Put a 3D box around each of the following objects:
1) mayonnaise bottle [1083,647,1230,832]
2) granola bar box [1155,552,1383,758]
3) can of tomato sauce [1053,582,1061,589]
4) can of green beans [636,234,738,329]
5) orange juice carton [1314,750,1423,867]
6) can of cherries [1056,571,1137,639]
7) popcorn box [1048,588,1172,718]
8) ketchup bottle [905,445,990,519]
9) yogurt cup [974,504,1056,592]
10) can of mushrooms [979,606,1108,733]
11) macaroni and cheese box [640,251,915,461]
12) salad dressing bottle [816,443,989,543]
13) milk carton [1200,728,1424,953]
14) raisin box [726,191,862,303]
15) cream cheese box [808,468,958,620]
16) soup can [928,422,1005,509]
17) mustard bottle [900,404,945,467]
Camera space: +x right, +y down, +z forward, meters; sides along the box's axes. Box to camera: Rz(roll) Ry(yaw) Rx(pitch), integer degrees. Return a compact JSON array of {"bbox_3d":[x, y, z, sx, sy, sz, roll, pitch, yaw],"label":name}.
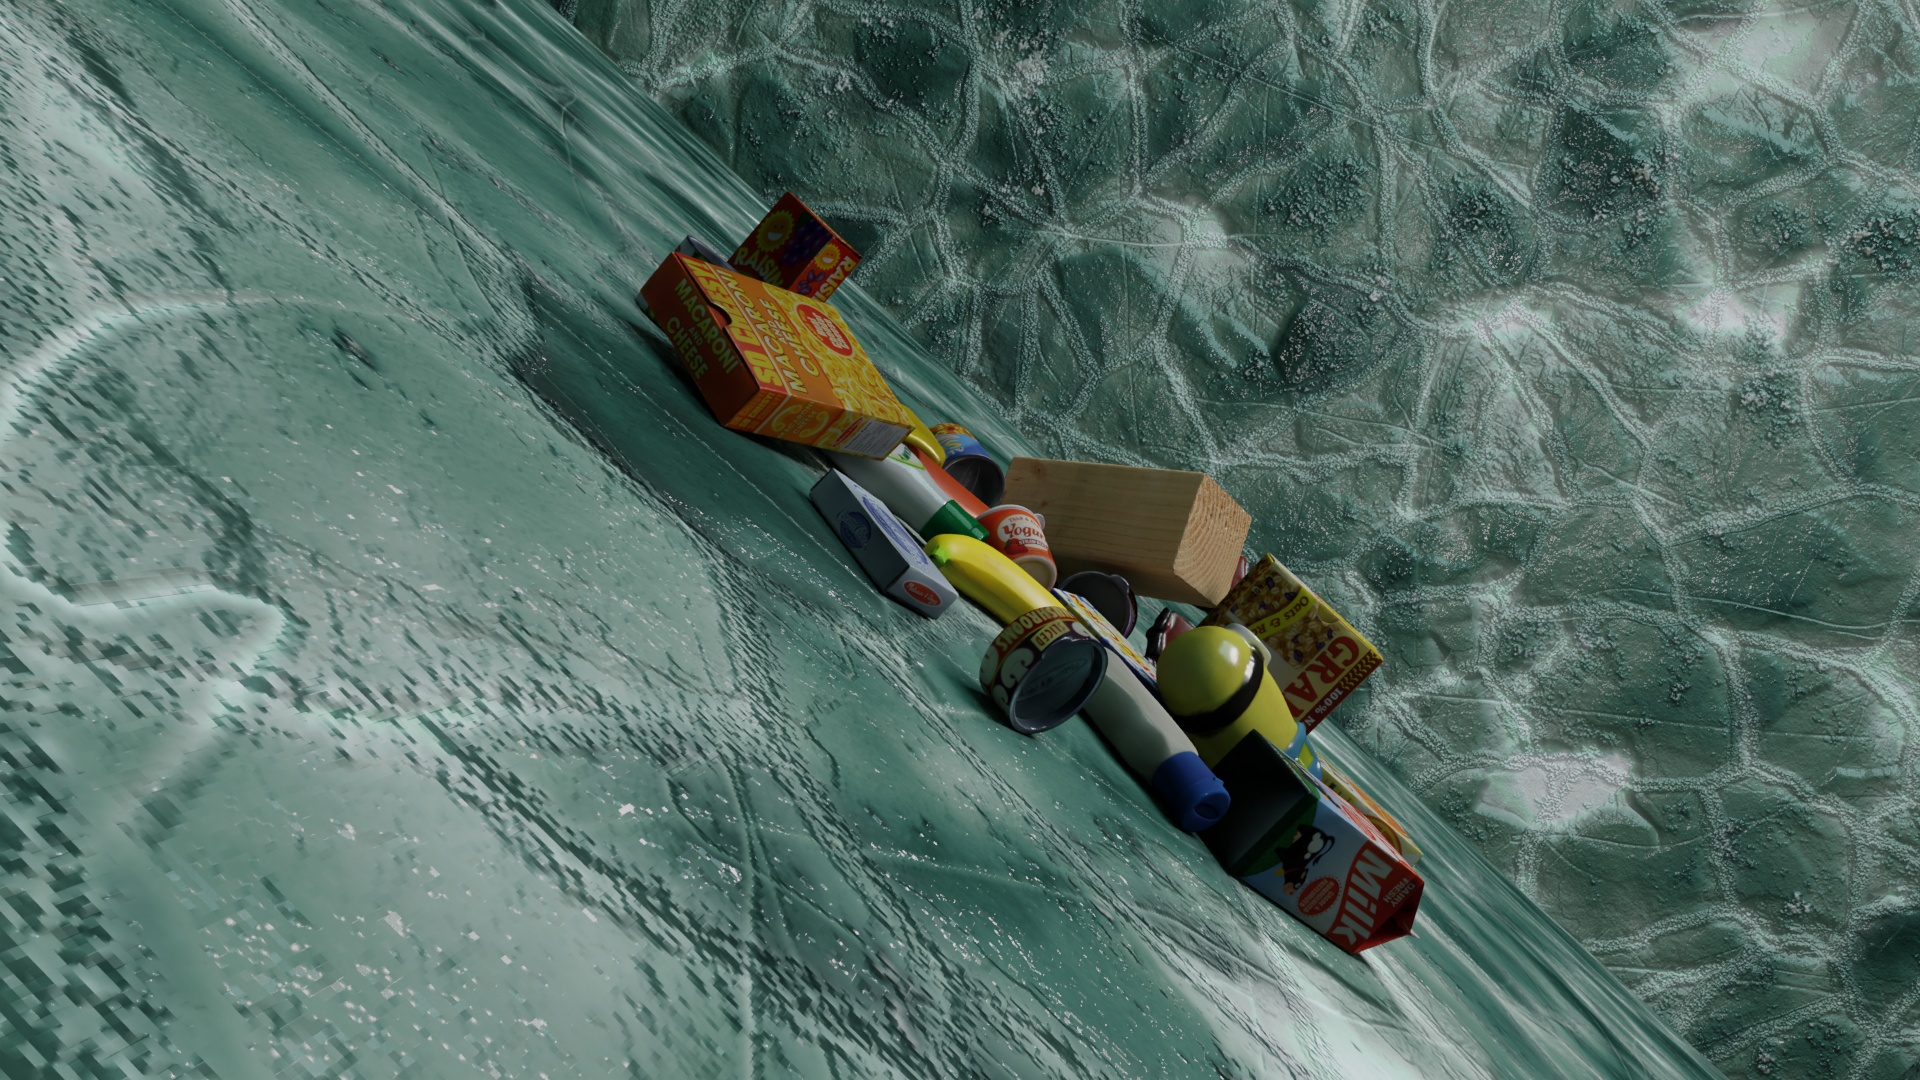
[{"bbox_3d":[0.121,0.129,0.919,0.064,0.041,0.148,33,13,-42],"label":"mayonnaise bottle"},{"bbox_3d":[0.243,0.112,1.144,0.124,0.165,0.039,42,10,-5],"label":"granola bar box"},{"bbox_3d":[0.118,0.032,1.325,0.071,0.071,0.083,36,10,-38],"label":"can of tomato sauce"},{"bbox_3d":[-0.184,-0.171,0.977,0.071,0.057,0.071,41,8,-7],"label":"can of green beans"},{"bbox_3d":[0.264,0.201,1.101,0.192,0.073,0.072,41,8,-6],"label":"orange juice carton"},{"bbox_3d":[0.113,0.058,1.147,0.071,0.071,0.058,44,7,13],"label":"can of cherries"},{"bbox_3d":[0.113,0.095,1.061,0.127,0.038,0.085,45,10,21],"label":"popcorn box"},{"bbox_3d":[0.004,-0.014,1.099,0.148,0.043,0.065,39,9,-24],"label":"ketchup bottle"},{"bbox_3d":[0.038,0.015,1.041,0.072,0.072,0.054,36,18,-41],"label":"yogurt cup"},{"bbox_3d":[0.045,0.069,0.763,0.071,0.071,0.033,33,11,-50],"label":"can of mushrooms"},{"bbox_3d":[-0.118,-0.120,0.925,0.166,0.040,0.124,9,42,-57],"label":"macaroni and cheese box"},{"bbox_3d":[-0.044,-0.042,1.014,0.148,0.044,0.064,43,18,7],"label":"salad dressing bottle"},{"bbox_3d":[0.242,0.212,0.935,0.190,0.073,0.072,37,9,-33],"label":"milk carton"},{"bbox_3d":[-0.147,-0.204,1.101,0.040,0.123,0.086,33,11,-49],"label":"raisin box"},{"bbox_3d":[-0.047,0.002,0.837,0.053,0.024,0.104,35,10,-49],"label":"cream cheese box"},{"bbox_3d":[-0.007,-0.061,1.223,0.071,0.071,0.084,38,8,-29],"label":"soup can"},{"bbox_3d":[-0.054,-0.087,1.191,0.065,0.048,0.161,35,9,-18],"label":"mustard bottle"}]
